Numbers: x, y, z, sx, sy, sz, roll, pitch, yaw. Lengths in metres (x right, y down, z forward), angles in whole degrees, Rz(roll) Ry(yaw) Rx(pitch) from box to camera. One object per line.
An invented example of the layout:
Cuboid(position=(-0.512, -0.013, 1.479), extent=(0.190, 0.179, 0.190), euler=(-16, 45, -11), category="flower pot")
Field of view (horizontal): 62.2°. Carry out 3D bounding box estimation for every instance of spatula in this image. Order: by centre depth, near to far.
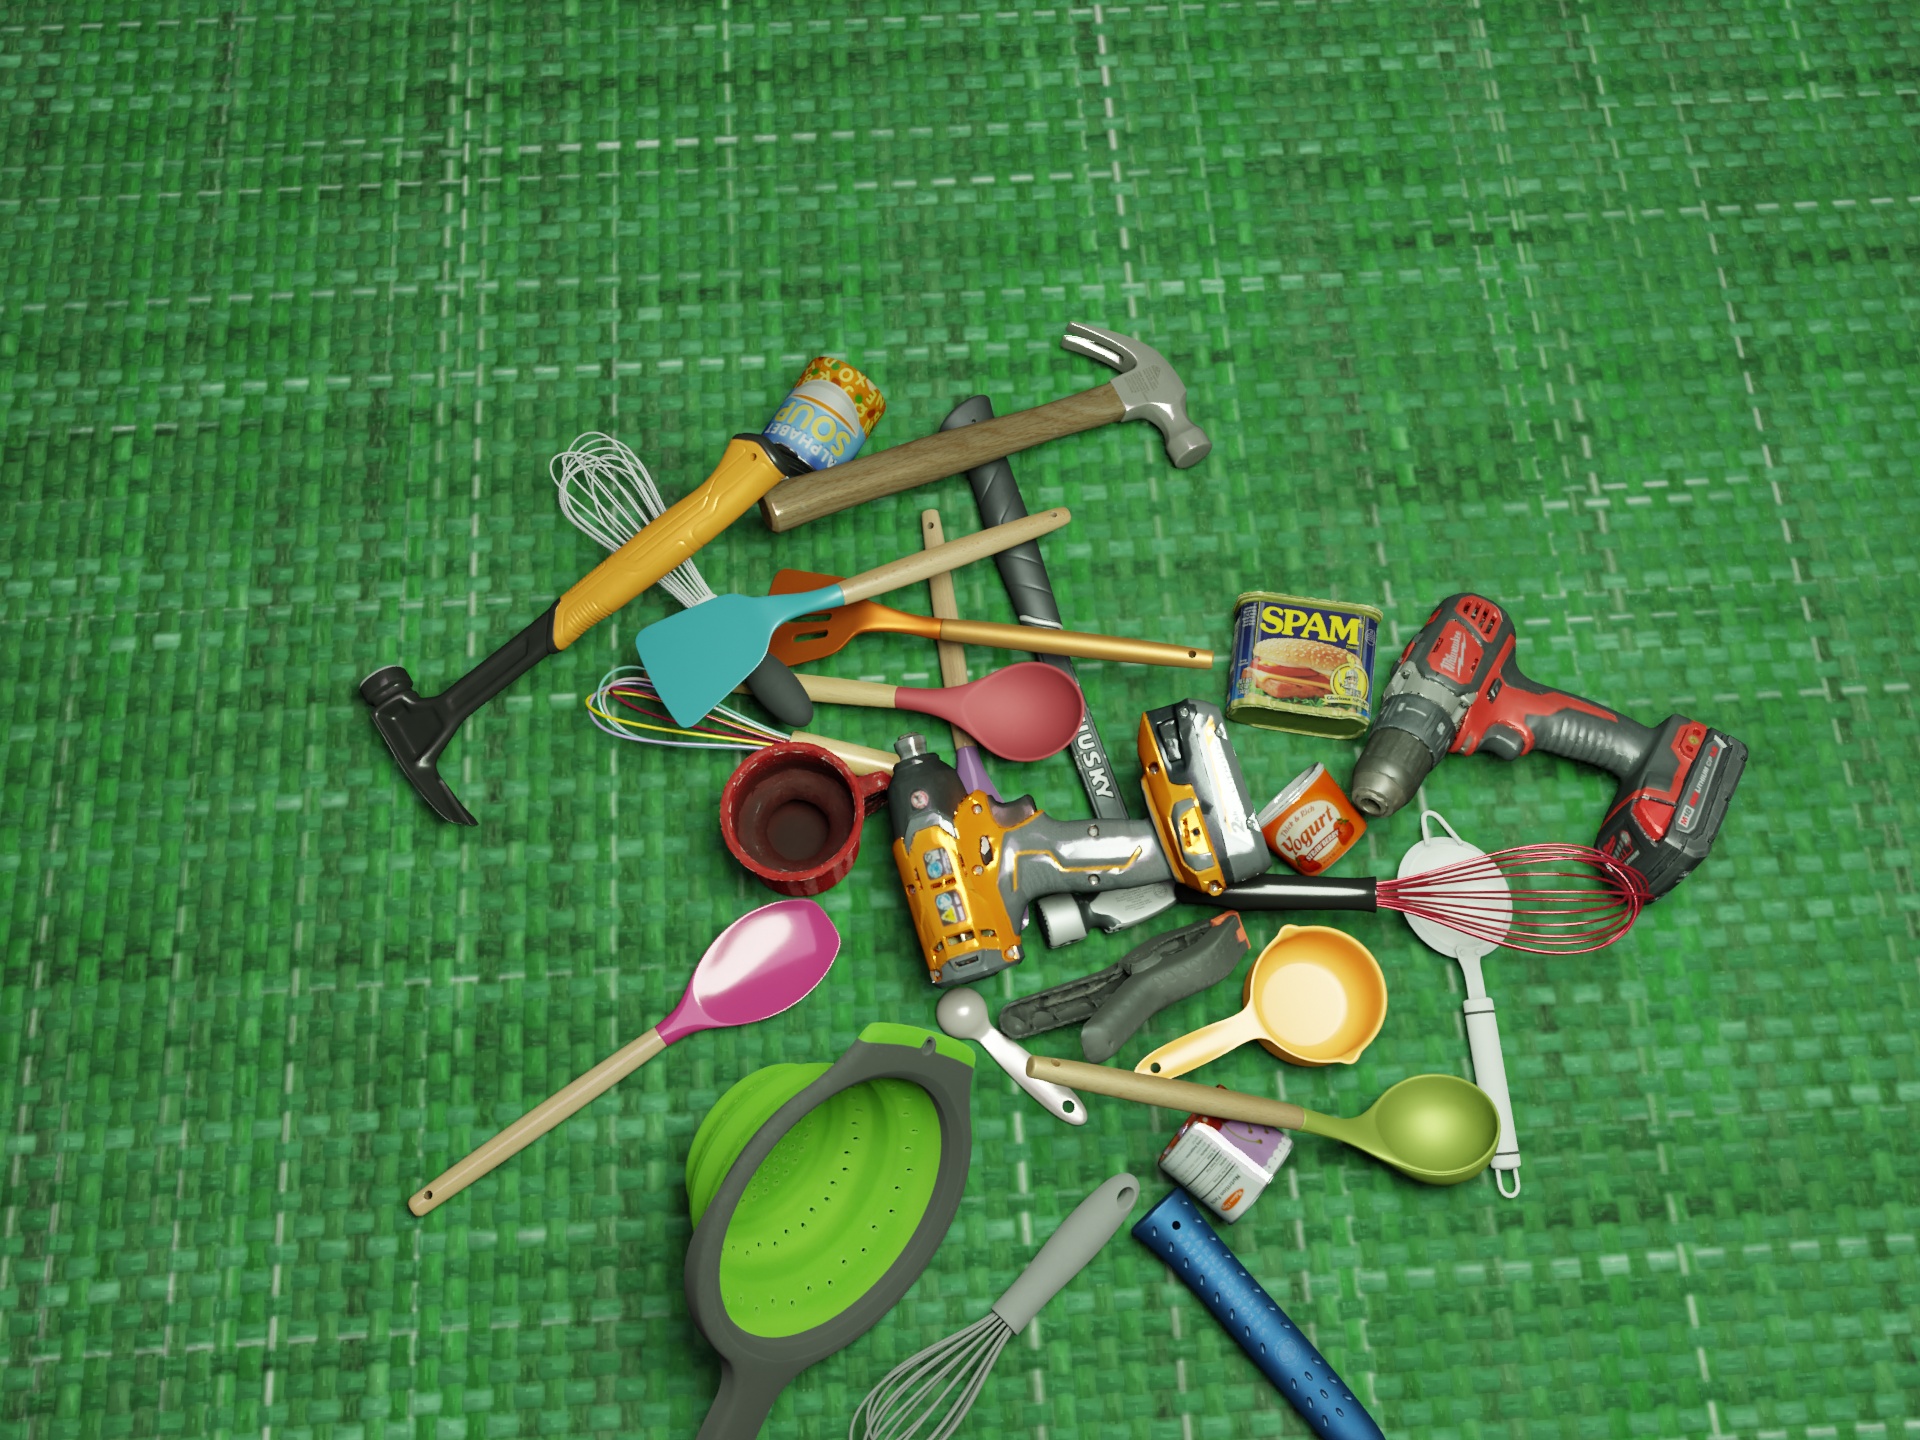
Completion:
Cuboid(position=(-0.061, -0.088, 1.084), extent=(0.317, 0.044, 0.082), euler=(-21, 62, -22), category="spatula")
Cuboid(position=(0.012, -0.058, 1.099), extent=(0.322, 0.041, 0.081), euler=(7, 73, 9), category="spatula")
Cuboid(position=(-0.002, -0.004, 1.115), extent=(0.060, 0.018, 0.316), euler=(-11, 72, 9), category="spatula")

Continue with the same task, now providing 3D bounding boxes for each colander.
Cuboid(position=(-0.132, 0.348, 0.955), extent=(0.095, 0.204, 0.397), euler=(24, 88, 42), category="colander")

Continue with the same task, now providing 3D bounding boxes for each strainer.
Cuboid(position=(0.343, 0.181, 1.050), extent=(0.087, 0.050, 0.259), euler=(-1, 74, -16), category="strainer")

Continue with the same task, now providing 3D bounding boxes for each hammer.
Cuboid(position=(0.260, 0.450, 0.959), extent=(0.144, 0.035, 0.406), euler=(-39, 76, -12), category="hammer")
Cuboid(position=(-0.249, -0.073, 1.075), extent=(0.337, 0.034, 0.127), euler=(-38, 75, 6), category="hammer")
Cuboid(position=(0.068, -0.052, 1.124), extent=(0.149, 0.036, 0.409), euler=(-16, 72, -7), category="hammer")
Cuboid(position=(0.012, -0.200, 1.137), extent=(0.331, 0.031, 0.130), euler=(-20, 72, -19), category="hammer")

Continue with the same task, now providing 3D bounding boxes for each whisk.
Cuboid(position=(0.026, 0.367, 0.980), extent=(0.239, 0.055, 0.055), euler=(-42, 77, -18), category="whisk")
Cuboid(position=(0.285, 0.112, 1.017), extent=(0.296, 0.073, 0.073), euler=(0, 71, 12), category="whisk")
Cuboid(position=(-0.138, 0.009, 1.098), extent=(0.245, 0.047, 0.051), euler=(13, 82, 0), category="whisk")
Cuboid(position=(-0.194, -0.096, 1.110), extent=(0.070, 0.070, 0.285), euler=(-38, 71, -12), category="whisk")

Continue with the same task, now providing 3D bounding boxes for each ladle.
Cuboid(position=(0.188, 0.229, 0.964), extent=(0.320, 0.062, 0.078), euler=(15, 30, -21), category="ladle")
Cuboid(position=(-0.069, -0.018, 1.094), extent=(0.315, 0.031, 0.069), euler=(6, 77, 12), category="ladle")

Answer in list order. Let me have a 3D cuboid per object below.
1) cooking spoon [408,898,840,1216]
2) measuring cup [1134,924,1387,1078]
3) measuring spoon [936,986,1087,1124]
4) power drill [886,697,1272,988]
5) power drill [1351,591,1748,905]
Cuboid(position=(-0.217, 0.221, 1.037), extent=(0.319, 0.017, 0.069), euler=(-34, 77, -12), category="cooking spoon")
Cuboid(position=(0.190, 0.198, 1.034), extent=(0.173, 0.052, 0.095), euler=(-23, 73, -6), category="measuring cup")
Cuboid(position=(0.035, 0.220, 1.041), extent=(0.124, 0.018, 0.034), euler=(40, 75, 11), category="measuring spoon")
Cuboid(position=(0.066, 0.061, 1.010), extent=(0.226, 0.084, 0.164), euler=(-19, 83, 7), category="power drill")
Cuboid(position=(0.384, 0.031, 1.065), extent=(0.227, 0.080, 0.188), euler=(31, 60, 12), category="power drill")
